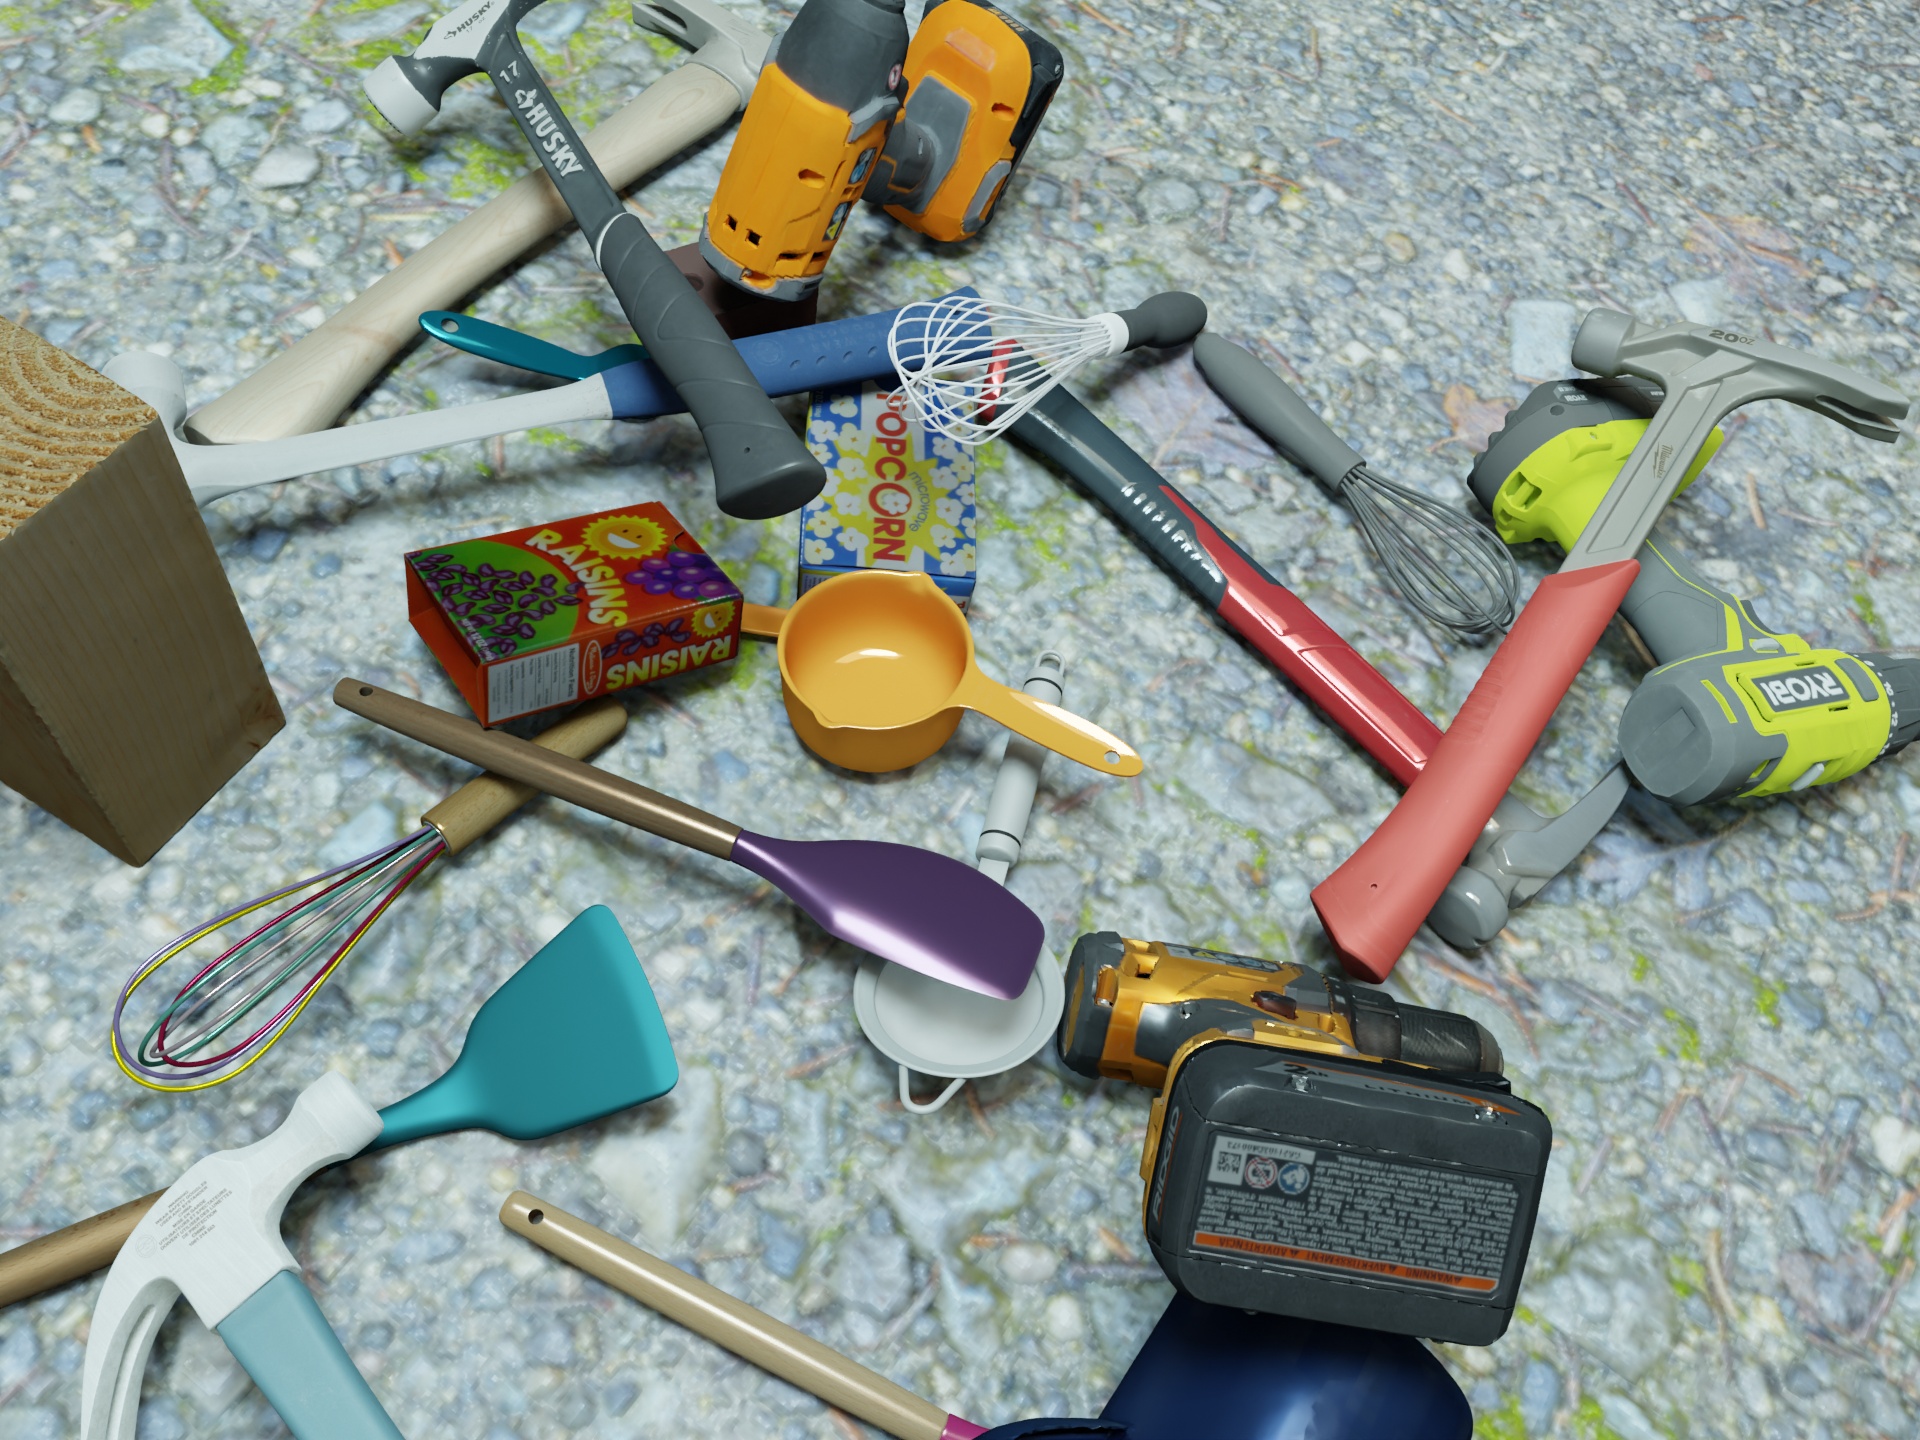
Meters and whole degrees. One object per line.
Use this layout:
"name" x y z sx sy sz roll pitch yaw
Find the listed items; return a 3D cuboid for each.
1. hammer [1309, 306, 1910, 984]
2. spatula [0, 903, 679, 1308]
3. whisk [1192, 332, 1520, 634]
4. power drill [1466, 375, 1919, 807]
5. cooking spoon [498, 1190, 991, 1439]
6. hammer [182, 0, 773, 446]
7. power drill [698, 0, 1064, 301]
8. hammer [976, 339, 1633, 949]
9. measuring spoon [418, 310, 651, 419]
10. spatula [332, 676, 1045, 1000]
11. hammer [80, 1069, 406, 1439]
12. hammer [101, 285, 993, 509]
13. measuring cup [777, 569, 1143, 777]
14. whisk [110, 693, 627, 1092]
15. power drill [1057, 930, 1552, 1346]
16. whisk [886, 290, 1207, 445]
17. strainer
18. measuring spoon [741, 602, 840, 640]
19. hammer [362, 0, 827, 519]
"hammer" 0.275 -0.033 0.715 0.149 0.036 0.359 28 74 28
"spatula" -0.265 0.166 0.588 0.317 0.044 0.082 -21 69 -19
"whisk" 0.204 -0.130 0.843 0.055 0.055 0.239 -30 65 -24
"power drill" 0.379 -0.066 0.803 0.190 0.080 0.229 -8 57 -25
"cooking spoon" -0.030 0.253 0.593 0.319 0.017 0.069 26 65 5
"hammer" -0.246 -0.269 0.850 0.146 0.038 0.411 34 60 12
"power drill" -0.031 -0.307 0.797 0.084 0.164 0.226 37 34 7
"hammer" 0.158 -0.067 0.802 0.143 0.038 0.386 -35 71 -27
"measuring spoon" -0.204 -0.186 0.795 0.128 0.021 0.042 13 62 -23
"spatula" -0.116 0.041 0.661 0.316 0.018 0.060 20 47 5
"hammer" -0.161 0.272 0.505 0.128 0.033 0.331 -39 69 -19
"hammer" -0.176 -0.145 0.746 0.405 0.035 0.144 -15 63 -17
"measuring cup" -0.001 -0.002 0.720 0.173 0.052 0.095 24 59 10
"whisk" -0.231 0.064 0.655 0.047 0.051 0.245 34 54 22
"power drill" 0.138 0.140 0.586 0.185 0.226 0.084 10 95 -4
"whisk" 0.056 -0.188 0.799 0.070 0.070 0.284 43 37 15
"strainer" 0.016 0.065 0.699 0.087 0.050 0.259 10 52 10
"measuring spoon" -0.116 -0.047 0.759 0.117 0.011 0.021 7 40 -9
"hammer" -0.162 -0.236 0.744 0.149 0.036 0.409 -37 58 6
